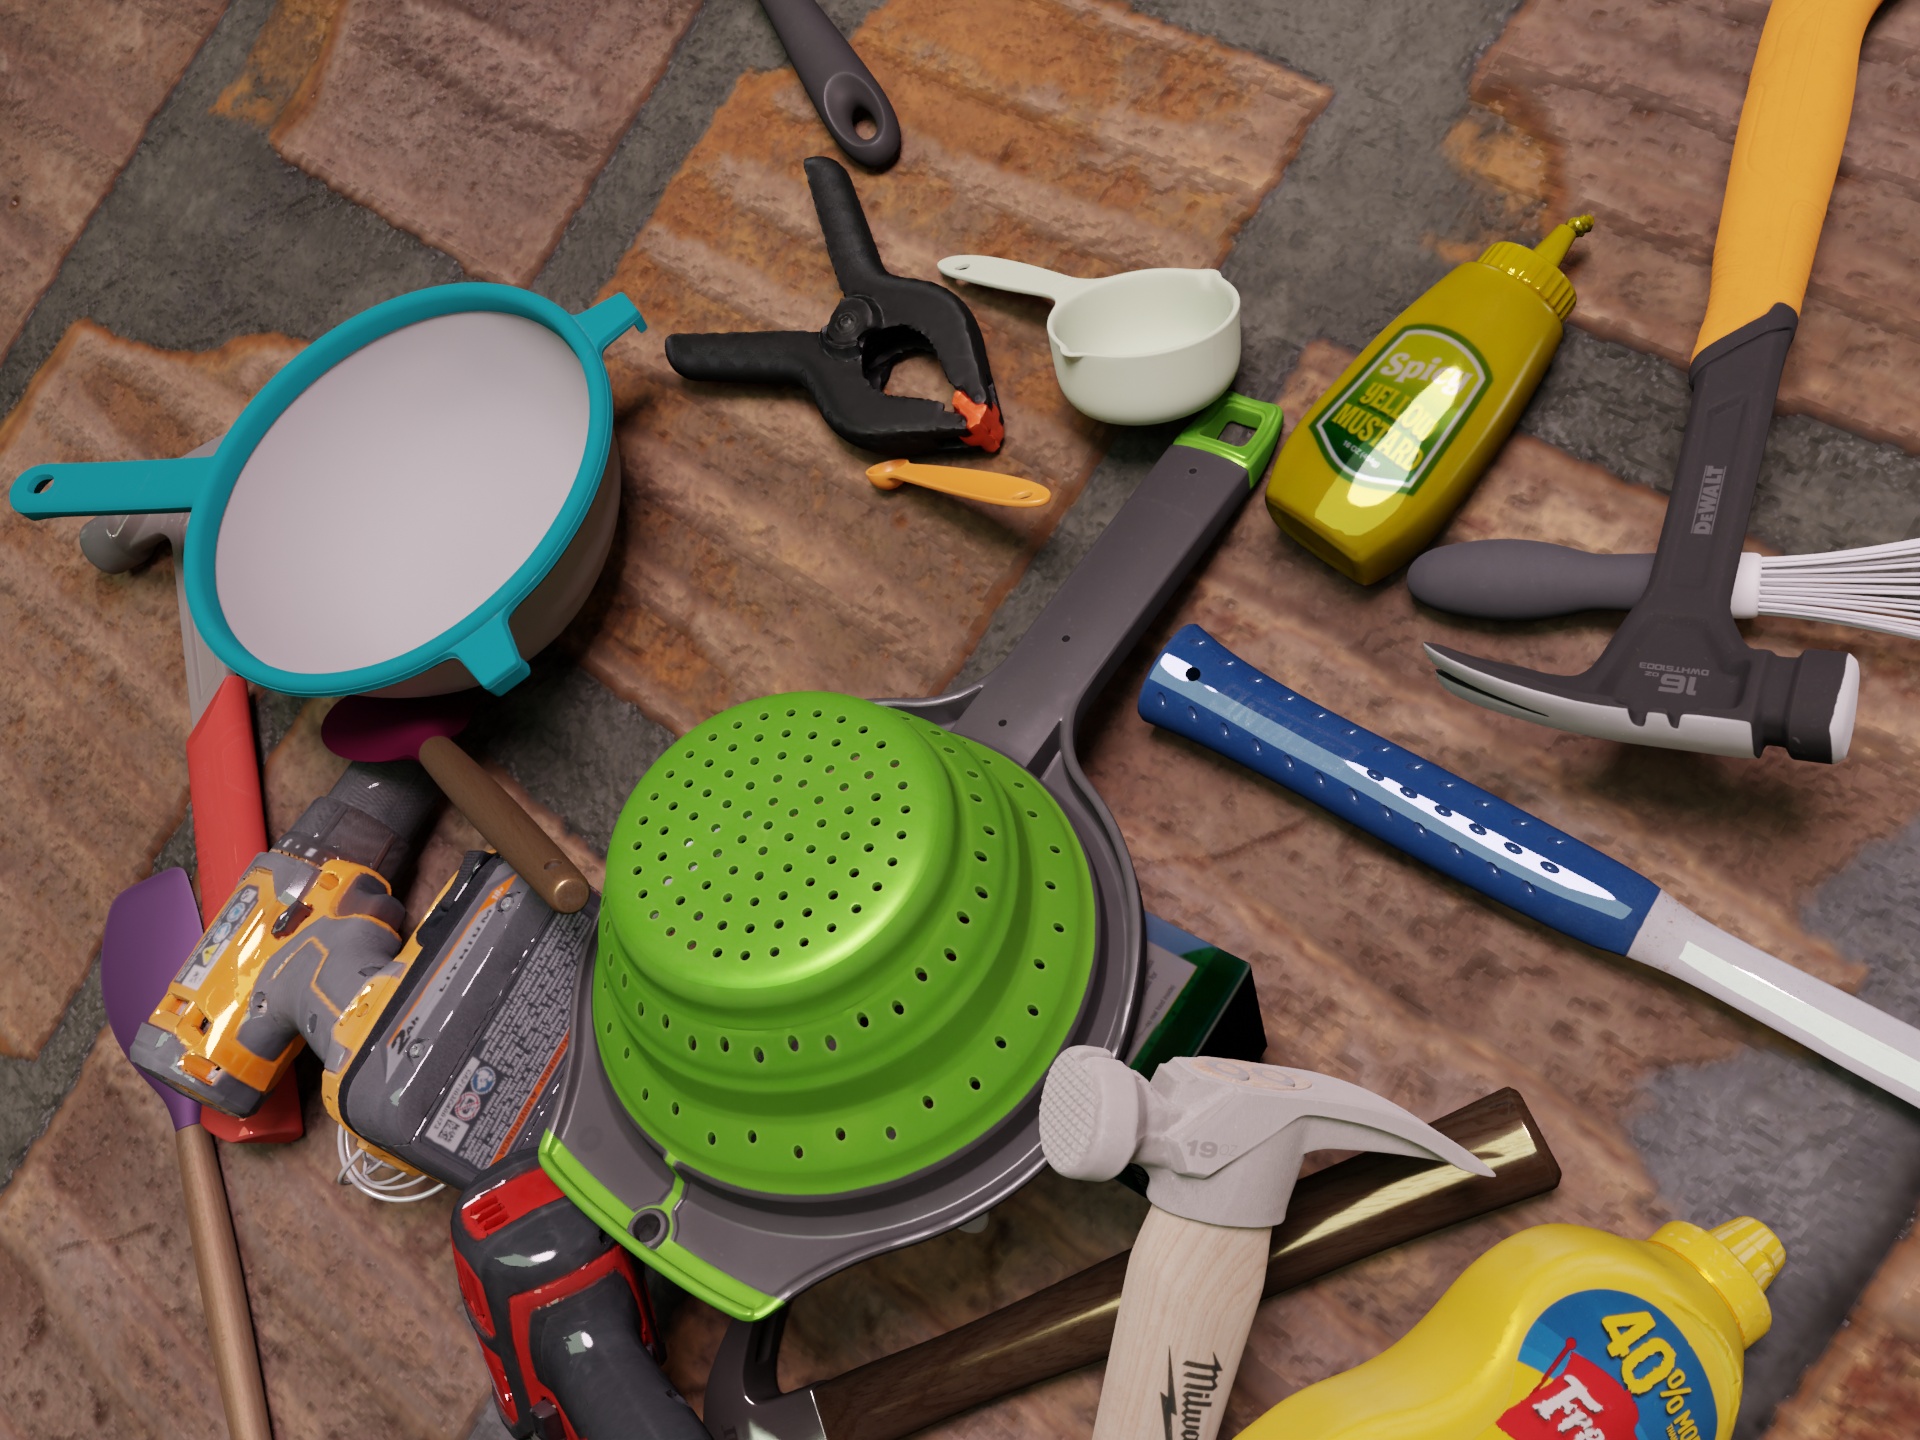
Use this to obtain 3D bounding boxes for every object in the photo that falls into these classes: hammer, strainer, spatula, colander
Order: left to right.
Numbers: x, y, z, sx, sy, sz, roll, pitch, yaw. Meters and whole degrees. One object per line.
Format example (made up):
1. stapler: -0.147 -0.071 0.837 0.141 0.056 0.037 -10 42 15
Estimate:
1. spatula: -0.355 0.215 0.739 0.060 0.018 0.316 -26 67 5
2. hammer: -0.353 0.026 0.779 0.149 0.036 0.359 -23 69 15
3. strainer: -0.294 -0.090 0.749 0.340 0.095 0.211 2 65 22
4. colander: -0.001 -0.002 0.543 0.205 0.094 0.397 25 65 29
5. hammer: 0.051 0.209 0.571 0.331 0.031 0.130 -28 68 13
6. hammer: 0.050 0.307 0.504 0.038 0.146 0.410 -152 75 -69
7. hammer: 0.234 0.078 0.528 0.406 0.035 0.144 30 89 26
8. hammer: 0.265 -0.147 0.548 0.127 0.034 0.337 10 70 34

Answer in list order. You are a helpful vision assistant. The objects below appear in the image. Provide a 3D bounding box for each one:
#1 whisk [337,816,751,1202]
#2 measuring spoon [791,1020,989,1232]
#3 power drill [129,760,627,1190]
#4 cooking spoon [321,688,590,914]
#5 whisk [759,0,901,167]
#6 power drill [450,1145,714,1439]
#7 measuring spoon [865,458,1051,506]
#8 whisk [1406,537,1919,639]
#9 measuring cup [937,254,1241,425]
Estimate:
1. whisk: -0.173 0.113 0.678 0.246 0.059 0.058 -44 80 1
2. measuring spoon: -0.026 0.152 0.612 0.034 0.018 0.124 -43 52 -6
3. power drill: -0.228 0.087 0.656 0.226 0.084 0.185 4 57 41
4. cooking spoon: -0.204 0.019 0.638 0.069 0.017 0.319 -25 25 -24
5. whisk: -0.105 -0.381 0.777 0.073 0.073 0.296 -34 73 11
6. power drill: -0.093 0.268 0.517 0.080 0.187 0.227 -21 33 -27
7. measuring spoon: -0.002 -0.095 0.658 0.021 0.011 0.117 -30 30 -28
8. whisk: 0.293 -0.044 0.530 0.285 0.070 0.070 4 78 28
9. measuring cup: 0.047 -0.164 0.667 0.083 0.038 0.168 -34 41 -24
